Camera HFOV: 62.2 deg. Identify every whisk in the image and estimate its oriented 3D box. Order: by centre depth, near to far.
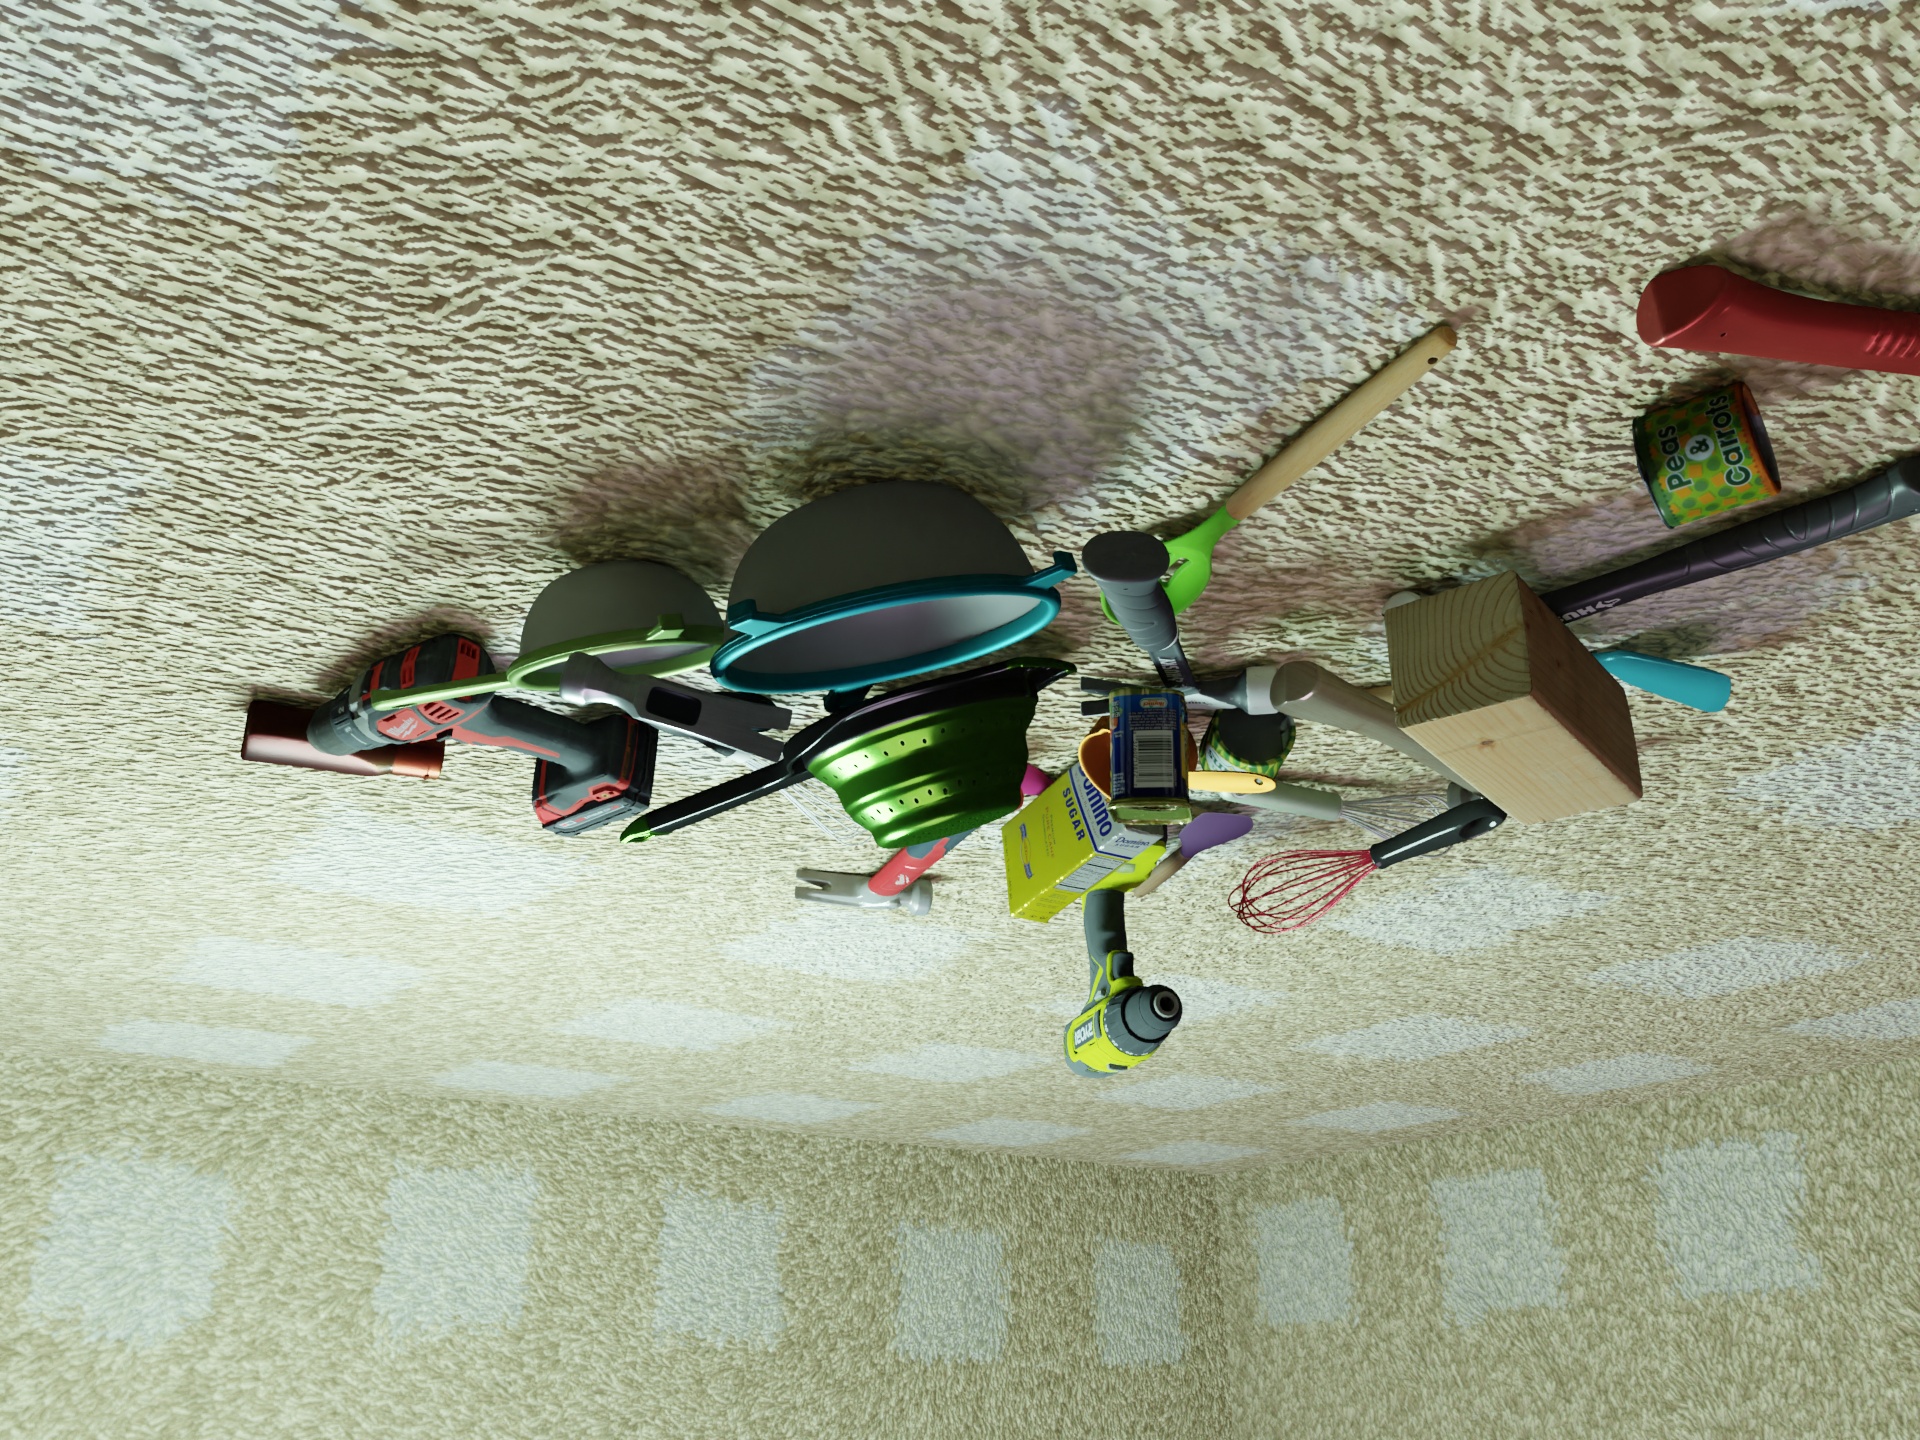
[{"bbox_3d":[-0.157,0.033,1.295,0.070,0.070,0.284,-19,146,35],"label":"whisk"},{"bbox_3d":[0.352,0.126,1.402,0.073,0.073,0.296,18,147,-36],"label":"whisk"},{"bbox_3d":[0.341,0.078,1.418,0.246,0.058,0.059,11,-179,-15],"label":"whisk"}]

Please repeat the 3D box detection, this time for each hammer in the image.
[{"bbox_3d":[0.515,-0.186,0.826,0.359,0.037,0.149,4,156,-11],"label":"hammer"},{"bbox_3d":[0.124,-0.052,1.024,0.149,0.036,0.408,-3,169,13],"label":"hammer"},{"bbox_3d":[0.459,-0.094,1.037,0.335,0.035,0.146,-21,149,38],"label":"hammer"},{"bbox_3d":[-0.164,-0.008,1.069,0.128,0.033,0.331,17,180,1],"label":"hammer"},{"bbox_3d":[0.372,0.018,1.230,0.146,0.038,0.410,-12,159,39],"label":"hammer"},{"bbox_3d":[-0.045,0.117,1.480,0.143,0.038,0.386,9,158,-16],"label":"hammer"}]

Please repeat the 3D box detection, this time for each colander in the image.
[{"bbox_3d":[-0.089,0.062,1.191,0.397,0.094,0.204,-21,170,25],"label":"colander"}]

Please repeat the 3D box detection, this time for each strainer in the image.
[{"bbox_3d":[-0.064,-0.076,1.008,0.211,0.095,0.340,-10,172,-12],"label":"strainer"},{"bbox_3d":[-0.272,-0.058,1.041,0.256,0.069,0.151,-10,175,11],"label":"strainer"}]

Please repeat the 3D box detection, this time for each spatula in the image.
[{"bbox_3d":[0.402,-0.018,1.197,0.317,0.044,0.082,-7,160,18],"label":"spatula"},{"bbox_3d":[0.215,0.133,1.541,0.059,0.018,0.315,6,161,-8],"label":"spatula"}]

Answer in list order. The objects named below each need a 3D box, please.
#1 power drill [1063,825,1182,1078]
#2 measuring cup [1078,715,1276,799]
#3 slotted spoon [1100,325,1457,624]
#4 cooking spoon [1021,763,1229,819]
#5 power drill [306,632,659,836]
[{"bbox_3d":[0.149,0.203,1.464,0.080,0.229,0.190,6,155,-15],"label":"power drill"},{"bbox_3d":[0.174,0.027,1.218,0.174,0.052,0.095,3,134,41],"label":"measuring cup"},{"bbox_3d":[0.180,-0.137,0.942,0.070,0.031,0.313,11,152,-25],"label":"slotted spoon"},{"bbox_3d":[0.119,0.069,1.421,0.318,0.017,0.068,11,153,-23],"label":"cooking spoon"},{"bbox_3d":[-0.367,0.016,1.222,0.188,0.080,0.226,-19,148,35],"label":"power drill"}]
